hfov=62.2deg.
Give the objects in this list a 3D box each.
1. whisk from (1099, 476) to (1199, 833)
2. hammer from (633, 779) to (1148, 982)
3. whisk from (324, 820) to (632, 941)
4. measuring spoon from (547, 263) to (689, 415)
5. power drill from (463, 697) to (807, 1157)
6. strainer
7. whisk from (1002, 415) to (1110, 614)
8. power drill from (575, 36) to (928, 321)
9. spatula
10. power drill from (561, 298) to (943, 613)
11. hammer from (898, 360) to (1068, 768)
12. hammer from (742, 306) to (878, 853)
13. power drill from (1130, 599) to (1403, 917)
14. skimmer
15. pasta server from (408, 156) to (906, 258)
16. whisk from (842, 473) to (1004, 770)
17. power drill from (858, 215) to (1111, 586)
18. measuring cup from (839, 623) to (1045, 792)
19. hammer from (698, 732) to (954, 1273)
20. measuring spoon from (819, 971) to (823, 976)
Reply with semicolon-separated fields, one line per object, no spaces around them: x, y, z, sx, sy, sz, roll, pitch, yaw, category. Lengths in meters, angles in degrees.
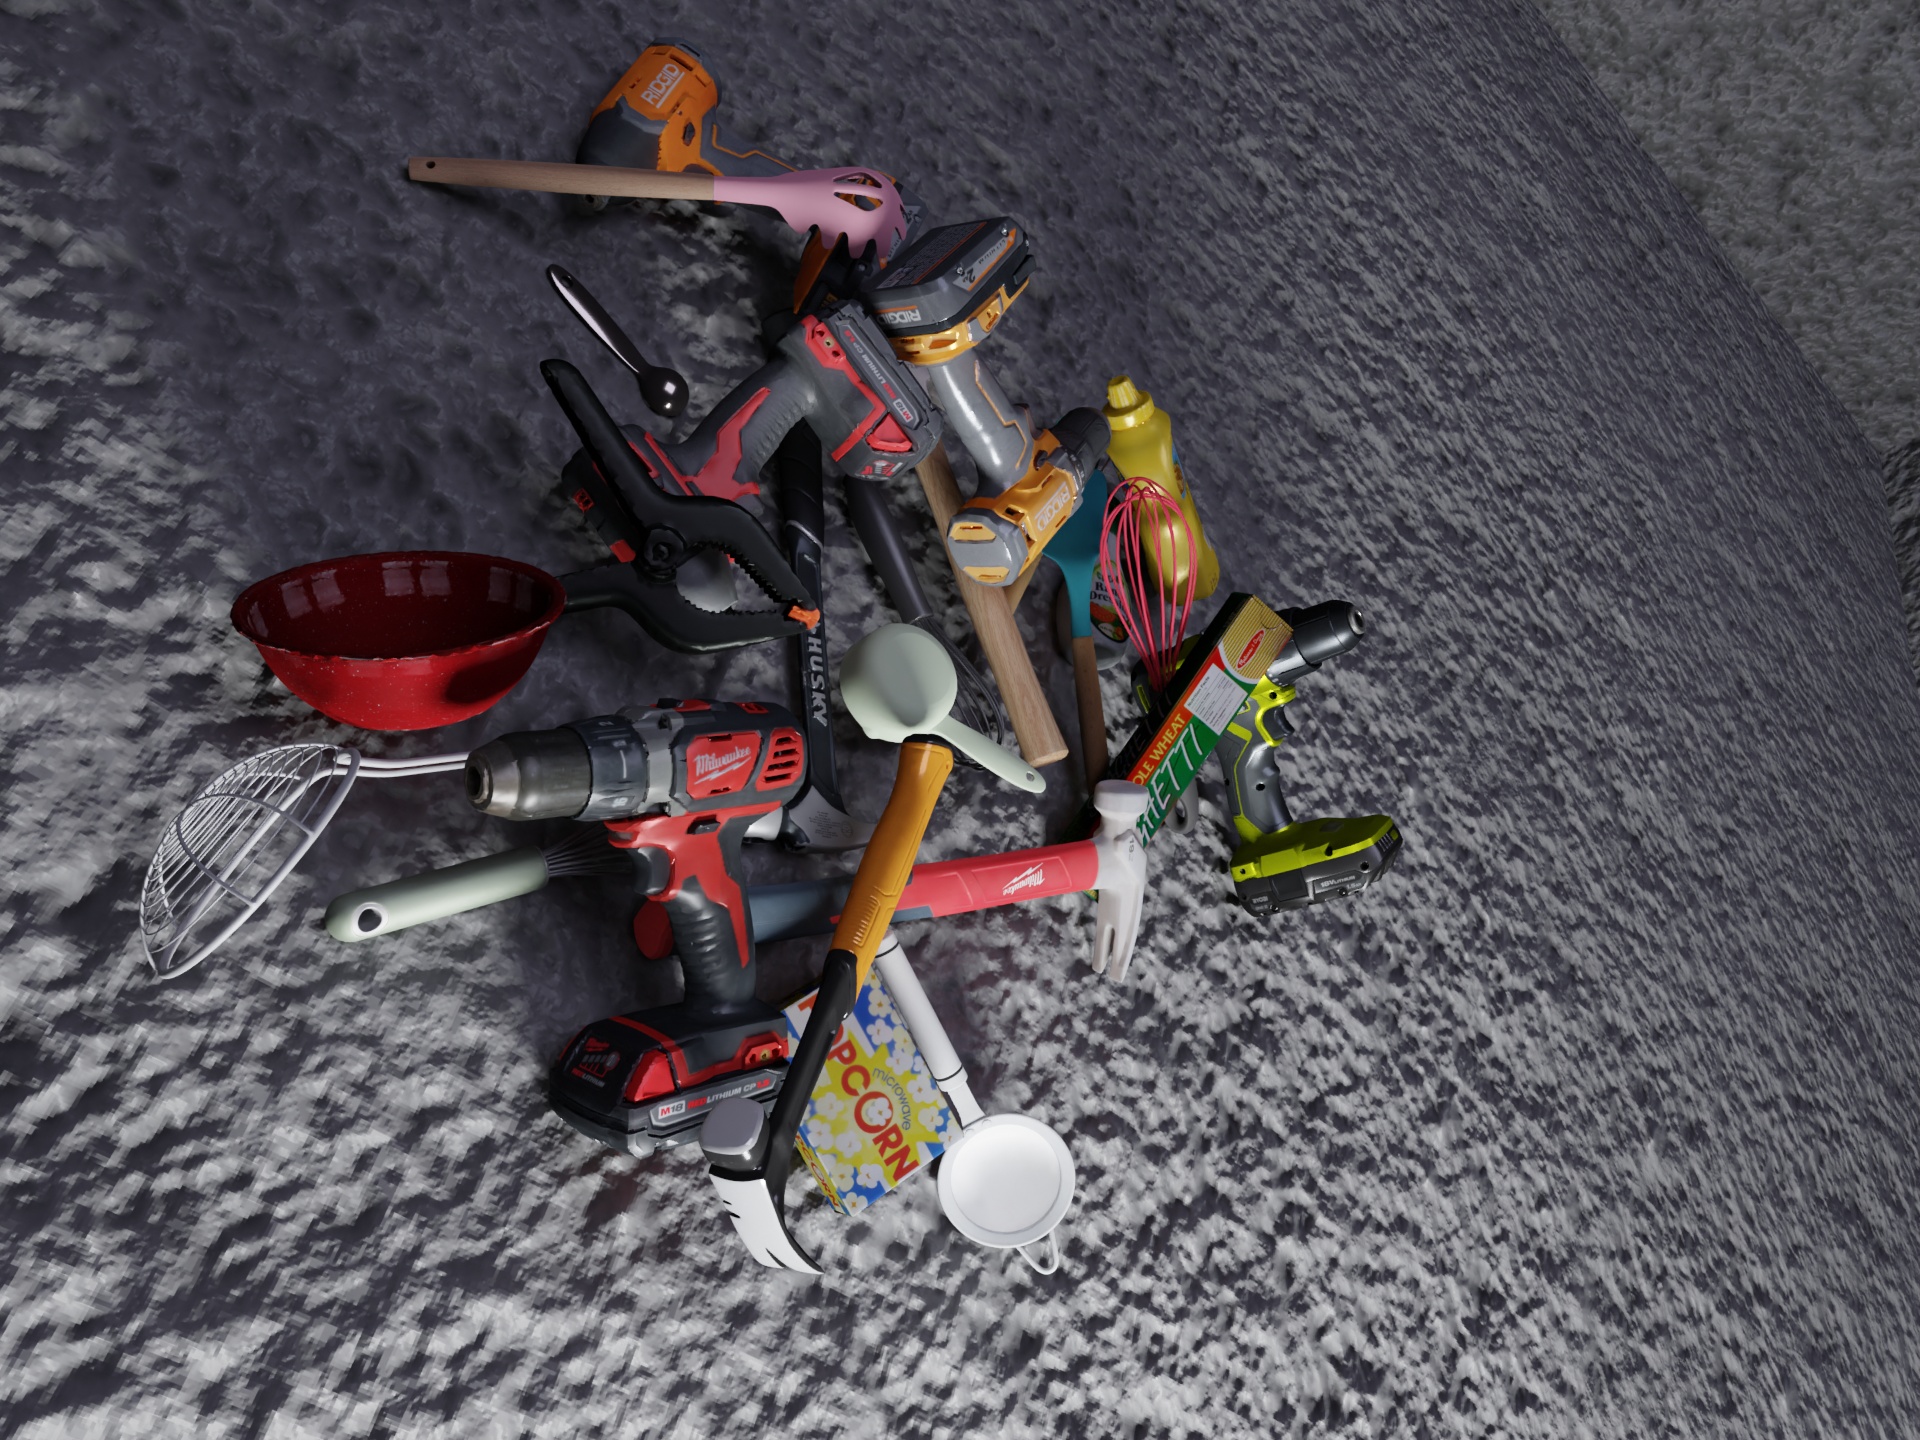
0.152;-0.043;1.204;0.073;0.073;0.295;-39;127;-46;whisk
-0.028;0.125;1.022;0.386;0.038;0.143;-4;104;-38;hammer
-0.225;0.077;0.869;0.246;0.059;0.057;-14;111;-42;whisk
-0.222;-0.252;1.043;0.124;0.018;0.034;47;46;-16;measuring spoon
-0.166;0.102;0.823;0.187;0.080;0.226;-5;100;-45;power drill
-0.001;0.227;0.992;0.258;0.087;0.050;64;-2;-11;strainer
0.069;-0.166;1.264;0.051;0.047;0.245;44;50;-22;whisk
-0.150;-0.358;1.097;0.226;0.084;0.164;30;52;-11;power drill
0.093;-0.037;1.203;0.082;0.044;0.317;-6;90;-15;spatula
-0.125;-0.157;1.008;0.220;0.078;0.143;-38;96;-22;power drill
0.007;-0.122;1.167;0.130;0.031;0.331;-13;77;-39;hammer
-0.100;-0.105;1.079;0.149;0.036;0.409;14;62;-40;hammer
0.257;0.025;1.249;0.080;0.190;0.228;-27;96;-54;power drill
-0.247;0.048;0.830;0.363;0.127;0.090;-10;73;-55;skimmer
-0.187;-0.339;1.020;0.316;0.040;0.060;-1;75;-13;pasta server
-0.029;-0.072;1.126;0.055;0.055;0.239;-16;78;-46;whisk
0.032;-0.234;1.121;0.185;0.084;0.226;-51;131;-38;power drill
-0.002;-0.003;1.054;0.167;0.038;0.083;33;53;-16;measuring cup
-0.058;0.135;0.892;0.337;0.034;0.127;-69;155;-45;hammer
-0.070;0.211;0.979;0.021;0.011;0.117;-4;70;-40;measuring spoon
